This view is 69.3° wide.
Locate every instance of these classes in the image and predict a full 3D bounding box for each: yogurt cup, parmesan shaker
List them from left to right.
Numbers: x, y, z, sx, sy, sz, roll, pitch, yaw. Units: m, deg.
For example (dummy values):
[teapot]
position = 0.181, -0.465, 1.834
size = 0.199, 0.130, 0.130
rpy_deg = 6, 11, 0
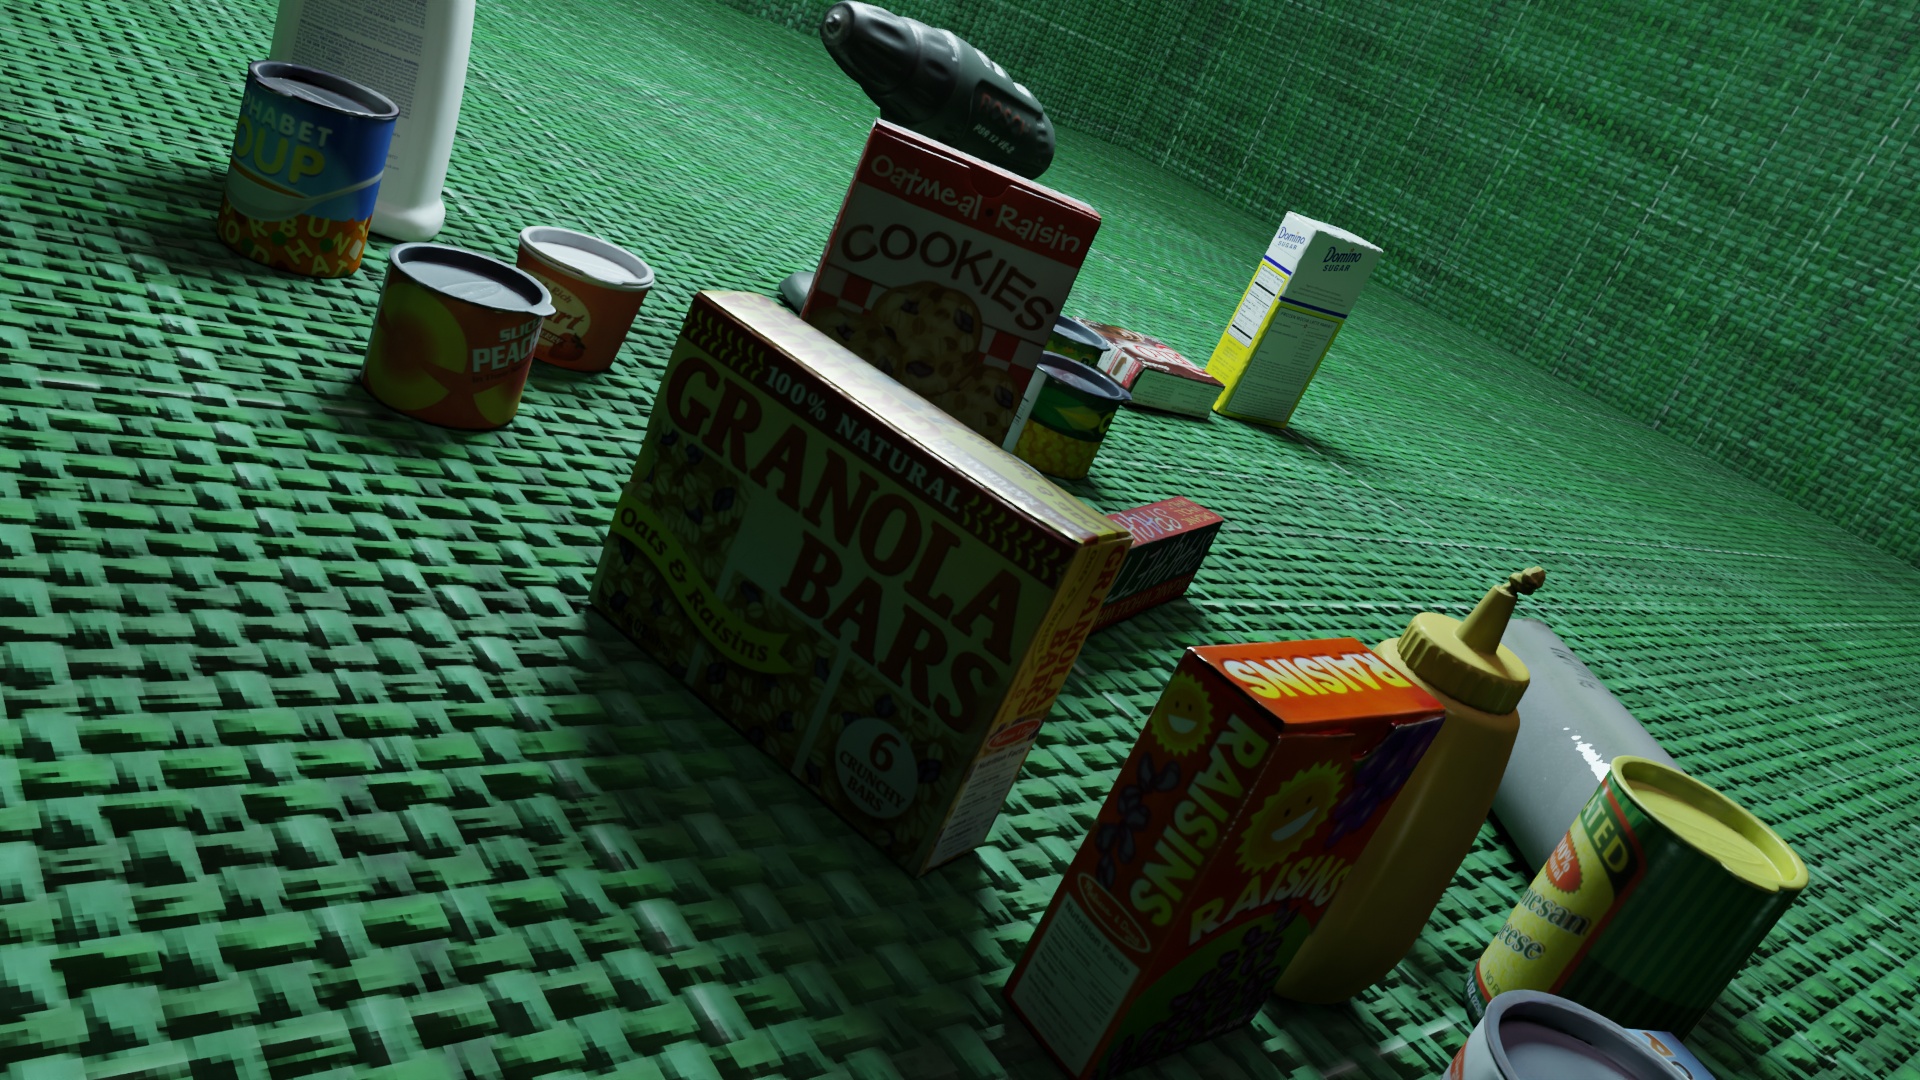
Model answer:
[yogurt cup]
position = -0.195, -0.121, 0.700
size = 0.072, 0.053, 0.073
rpy_deg = 21, 21, -8
[parmesan shaker]
position = 0.225, 0.135, 0.471
size = 0.071, 0.102, 0.071
rpy_deg = 21, 21, -8

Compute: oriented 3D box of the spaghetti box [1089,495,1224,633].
[spaghetti box]
position = 0.059, 0.018, 0.646
size = 0.029, 0.050, 0.251
rpy_deg = 33, 23, 23

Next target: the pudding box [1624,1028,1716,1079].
[pudding box]
position = 0.183, 0.172, 0.413
size = 0.084, 0.049, 0.030
rpy_deg = 13, 23, -27

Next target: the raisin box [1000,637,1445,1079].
[raisin box]
position = 0.075, 0.088, 0.393
size = 0.086, 0.123, 0.040
rpy_deg = 3, 29, -44

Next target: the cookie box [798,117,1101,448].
[cookie box]
position = -0.017, -0.116, 0.722
size = 0.123, 0.166, 0.040
rpy_deg = 19, 21, -13

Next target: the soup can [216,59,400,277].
[soup can]
position = -0.315, -0.177, 0.665
size = 0.071, 0.083, 0.071
rpy_deg = 21, 21, -8

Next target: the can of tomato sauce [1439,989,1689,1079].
[can of tomato sauce]
position = 0.138, 0.165, 0.335
size = 0.071, 0.082, 0.071
rpy_deg = 21, 21, -8

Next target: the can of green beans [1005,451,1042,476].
[can of green beans]
position = 0.002, -0.009, 0.639
size = 0.071, 0.057, 0.071
rpy_deg = 21, 21, -8

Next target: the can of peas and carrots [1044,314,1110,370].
[can of peas and carrots]
position = 0.064, -0.125, 0.979
size = 0.071, 0.058, 0.071
rpy_deg = 21, 21, -8

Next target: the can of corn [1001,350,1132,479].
[can of corn]
position = 0.063, -0.077, 0.865
size = 0.071, 0.058, 0.071
rpy_deg = 21, 21, -8

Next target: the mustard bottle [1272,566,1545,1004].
[mustard bottle]
position = 0.138, 0.073, 0.446
size = 0.049, 0.159, 0.065
rpy_deg = 12, 24, -30

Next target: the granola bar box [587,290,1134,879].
[granola bar box]
position = -0.041, 0.010, 0.456
size = 0.166, 0.123, 0.039
rpy_deg = 35, 23, 25

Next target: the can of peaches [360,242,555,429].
[can of peaches]
position = -0.213, -0.086, 0.592
size = 0.071, 0.057, 0.071
rpy_deg = 21, 21, -8
